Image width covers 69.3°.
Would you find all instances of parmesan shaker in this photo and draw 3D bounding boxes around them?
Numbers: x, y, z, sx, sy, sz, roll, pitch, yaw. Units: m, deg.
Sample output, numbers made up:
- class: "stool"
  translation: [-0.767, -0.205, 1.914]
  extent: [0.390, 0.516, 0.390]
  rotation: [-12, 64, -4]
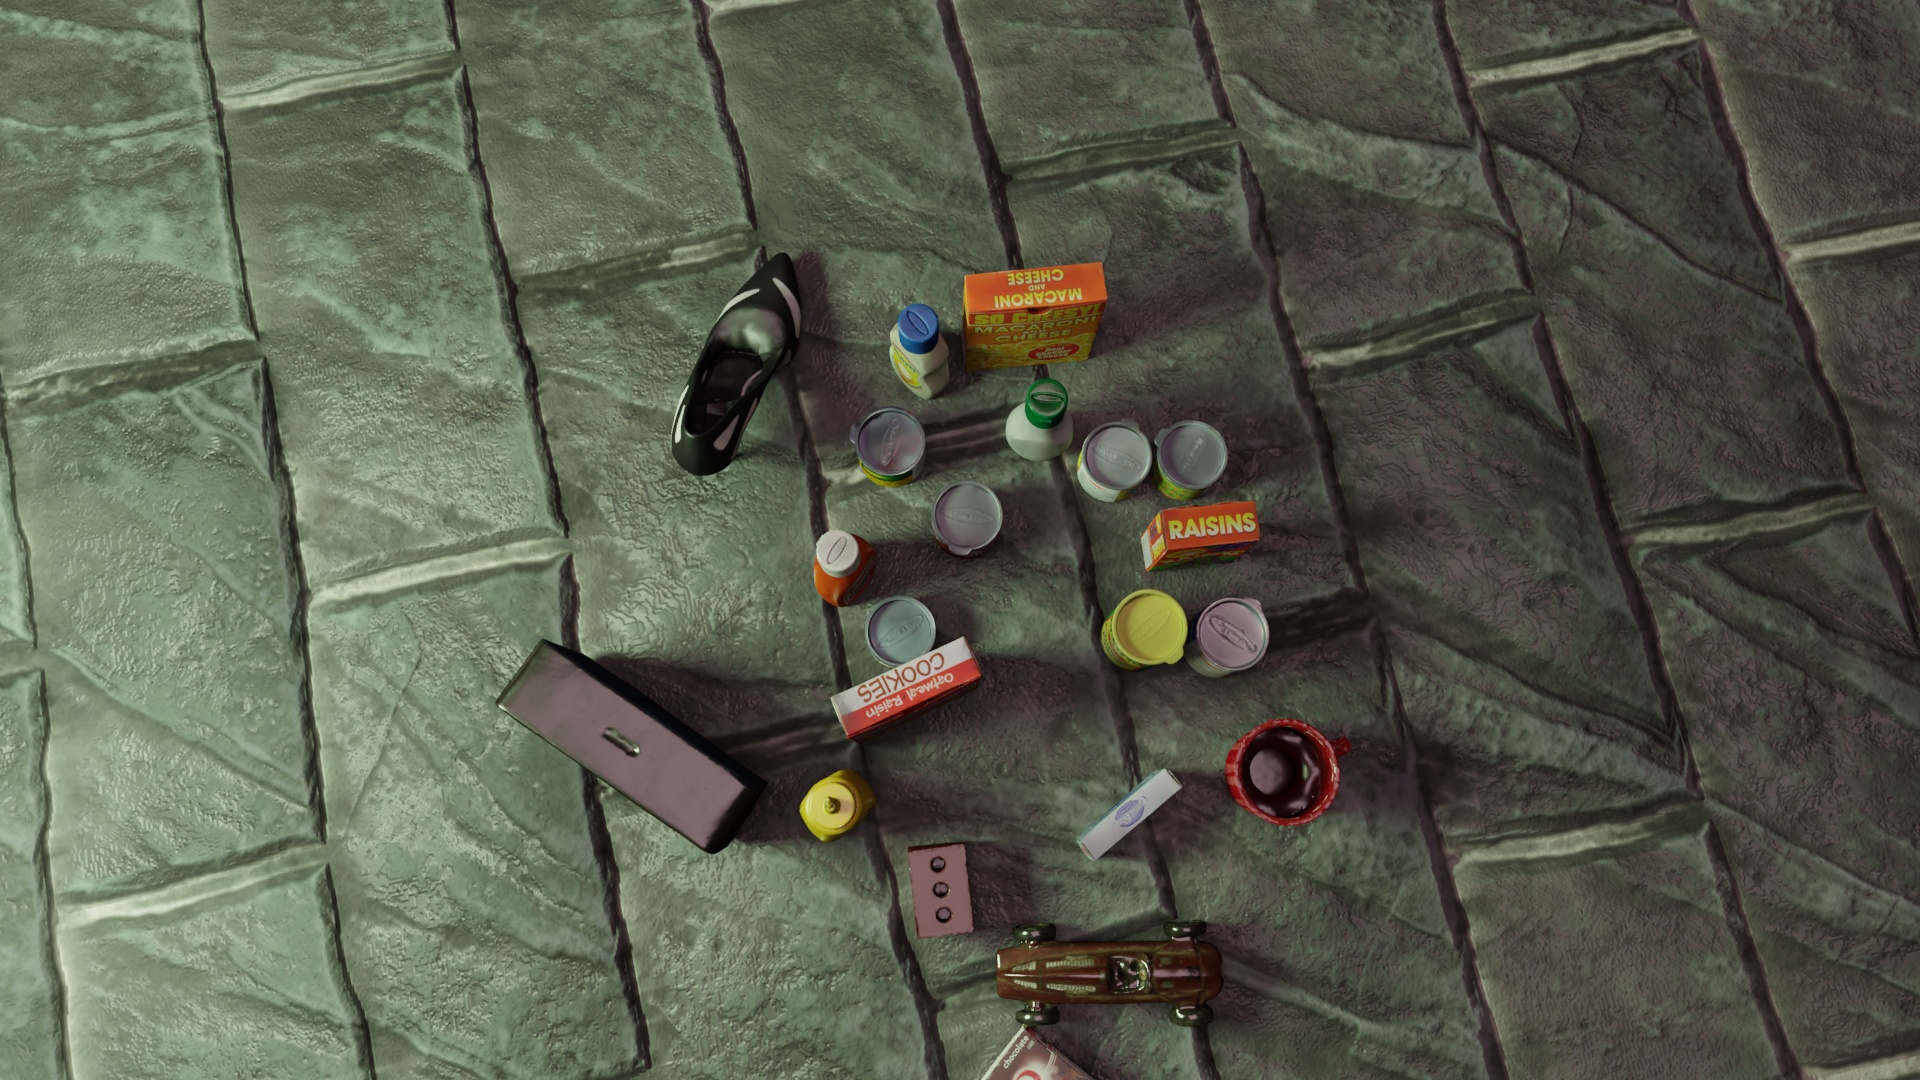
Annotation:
- class: "parmesan shaker"
  translation: [0.166, 0.086, 1.262]
  extent: [0.071, 0.103, 0.071]
  rotation: [0, 80, -1]

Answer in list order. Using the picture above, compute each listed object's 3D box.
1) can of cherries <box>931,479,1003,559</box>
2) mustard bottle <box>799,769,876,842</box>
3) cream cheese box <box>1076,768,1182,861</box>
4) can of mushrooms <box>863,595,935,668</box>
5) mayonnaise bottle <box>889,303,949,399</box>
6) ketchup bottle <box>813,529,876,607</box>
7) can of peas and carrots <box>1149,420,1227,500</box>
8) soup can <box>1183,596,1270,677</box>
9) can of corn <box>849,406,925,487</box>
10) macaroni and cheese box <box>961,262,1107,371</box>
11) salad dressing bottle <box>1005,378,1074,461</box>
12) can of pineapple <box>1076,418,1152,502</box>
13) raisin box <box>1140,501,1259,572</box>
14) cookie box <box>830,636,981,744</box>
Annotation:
- class: "can of cherries"
  translation: [0.005, -0.016, 1.301]
  extent: [0.071, 0.058, 0.071]
  rotation: [0, 80, -1]
- class: "mustard bottle"
  translation: [-0.108, 0.230, 1.201]
  extent: [0.065, 0.160, 0.049]
  rotation: [-40, 83, -7]
- class: "cream cheese box"
  translation: [0.151, 0.247, 1.256]
  extent: [0.104, 0.053, 0.024]
  rotation: [-39, 83, -7]
- class: "can of mushrooms"
  translation: [-0.055, 0.088, 1.293]
  extent: [0.071, 0.033, 0.071]
  rotation: [0, 79, -1]
- class: "mayonnaise bottle"
  translation: [-0.039, -0.178, 1.286]
  extent: [0.041, 0.148, 0.065]
  rotation: [-40, 83, -7]
- class: "ketchup bottle"
  translation: [-0.106, 0.021, 1.247]
  extent: [0.043, 0.148, 0.065]
  rotation: [33, 81, 5]
- class: "can of peas and carrots"
  translation: [0.213, -0.076, 1.316]
  extent: [0.071, 0.058, 0.071]
  rotation: [0, 80, -1]
- class: "soup can"
  translation: [0.243, 0.088, 1.273]
  extent: [0.071, 0.083, 0.071]
  rotation: [0, 80, -1]
- class: "can of corn"
  translation: [-0.068, -0.088, 1.314]
  extent: [0.071, 0.058, 0.071]
  rotation: [0, 80, -1]
- class: "macaroni and cheese box"
  translation: [0.065, -0.203, 1.283]
  extent: [0.124, 0.166, 0.040]
  rotation: [-6, 80, -2]
- class: "salad dressing bottle"
  translation: [0.075, -0.111, 1.275]
  extent: [0.064, 0.147, 0.044]
  rotation: [5, 80, 0]
- class: "can of pineapple"
  translation: [0.146, -0.075, 1.315]
  extent: [0.071, 0.057, 0.071]
  rotation: [0, 80, -1]
- class: "raisin box"
  translation: [0.218, -0.003, 1.270]
  extent: [0.086, 0.123, 0.040]
  rotation: [-5, 80, -2]
- class: "cookie box"
  translation: [-0.045, 0.135, 1.217]
  extent: [0.123, 0.167, 0.040]
  rotation: [-25, 81, -5]
